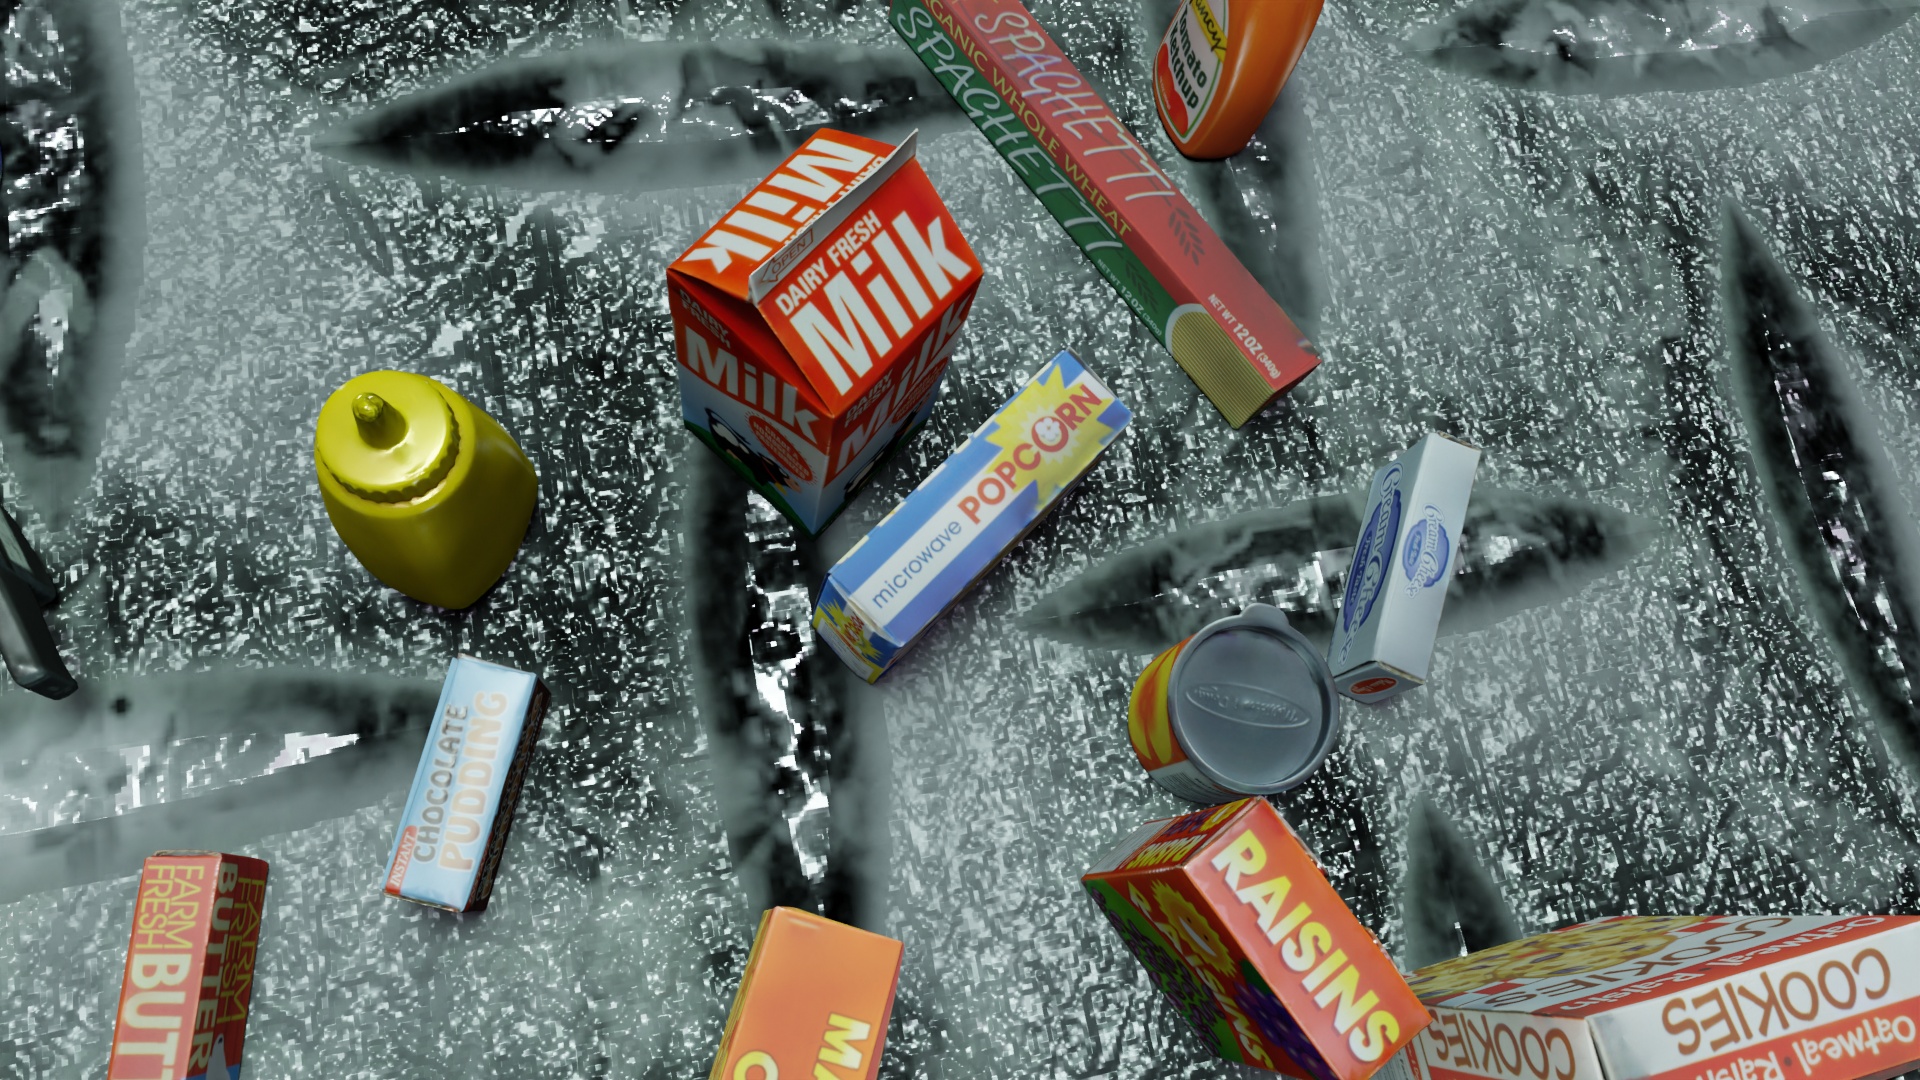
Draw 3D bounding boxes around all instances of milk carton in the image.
[{"bbox_3d":[-0.049,-0.070,0.479,0.073,0.190,0.072,42,72,3],"label":"milk carton"}]

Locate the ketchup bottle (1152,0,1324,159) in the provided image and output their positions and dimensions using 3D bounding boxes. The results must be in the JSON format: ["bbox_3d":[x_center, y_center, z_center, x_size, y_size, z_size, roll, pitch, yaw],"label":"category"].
[{"bbox_3d":[0.122,-0.221,0.573,0.043,0.148,0.065,-10,77,-12],"label":"ketchup bottle"}]

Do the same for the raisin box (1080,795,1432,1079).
[{"bbox_3d":[0.096,0.137,0.479,0.040,0.123,0.086,-34,83,-16],"label":"raisin box"}]

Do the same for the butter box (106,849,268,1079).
[{"bbox_3d":[-0.252,0.155,0.452,0.024,0.053,0.104,3,74,-9],"label":"butter box"}]

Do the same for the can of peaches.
[{"bbox_3d":[0.104,0.064,0.535,0.071,0.058,0.071,3,74,-9],"label":"can of peaches"}]

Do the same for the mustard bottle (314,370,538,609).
[{"bbox_3d":[-0.178,-0.022,0.458,0.049,0.159,0.065,26,72,-2],"label":"mustard bottle"}]

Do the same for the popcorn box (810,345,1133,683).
[{"bbox_3d":[0.002,-0.007,0.524,0.038,0.085,0.127,44,72,4],"label":"popcorn box"}]

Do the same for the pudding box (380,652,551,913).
[{"bbox_3d":[-0.172,0.086,0.487,0.030,0.049,0.084,14,72,-6],"label":"pudding box"}]

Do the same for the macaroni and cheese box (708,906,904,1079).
[{"bbox_3d":[-0.059,0.176,0.419,0.040,0.166,0.124,18,72,-4],"label":"macaroni and cheese box"}]

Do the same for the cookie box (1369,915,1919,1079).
[{"bbox_3d":[0.222,0.161,0.470,0.123,0.167,0.040,-11,77,-12],"label":"cookie box"}]

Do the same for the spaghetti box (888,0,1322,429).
[{"bbox_3d":[0.056,-0.156,0.595,0.029,0.050,0.250,-37,83,-17],"label":"spaghetti box"}]

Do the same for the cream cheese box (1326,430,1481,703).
[{"bbox_3d":[0.179,0.012,0.566,0.024,0.053,0.104,21,72,-3],"label":"cream cheese box"}]
